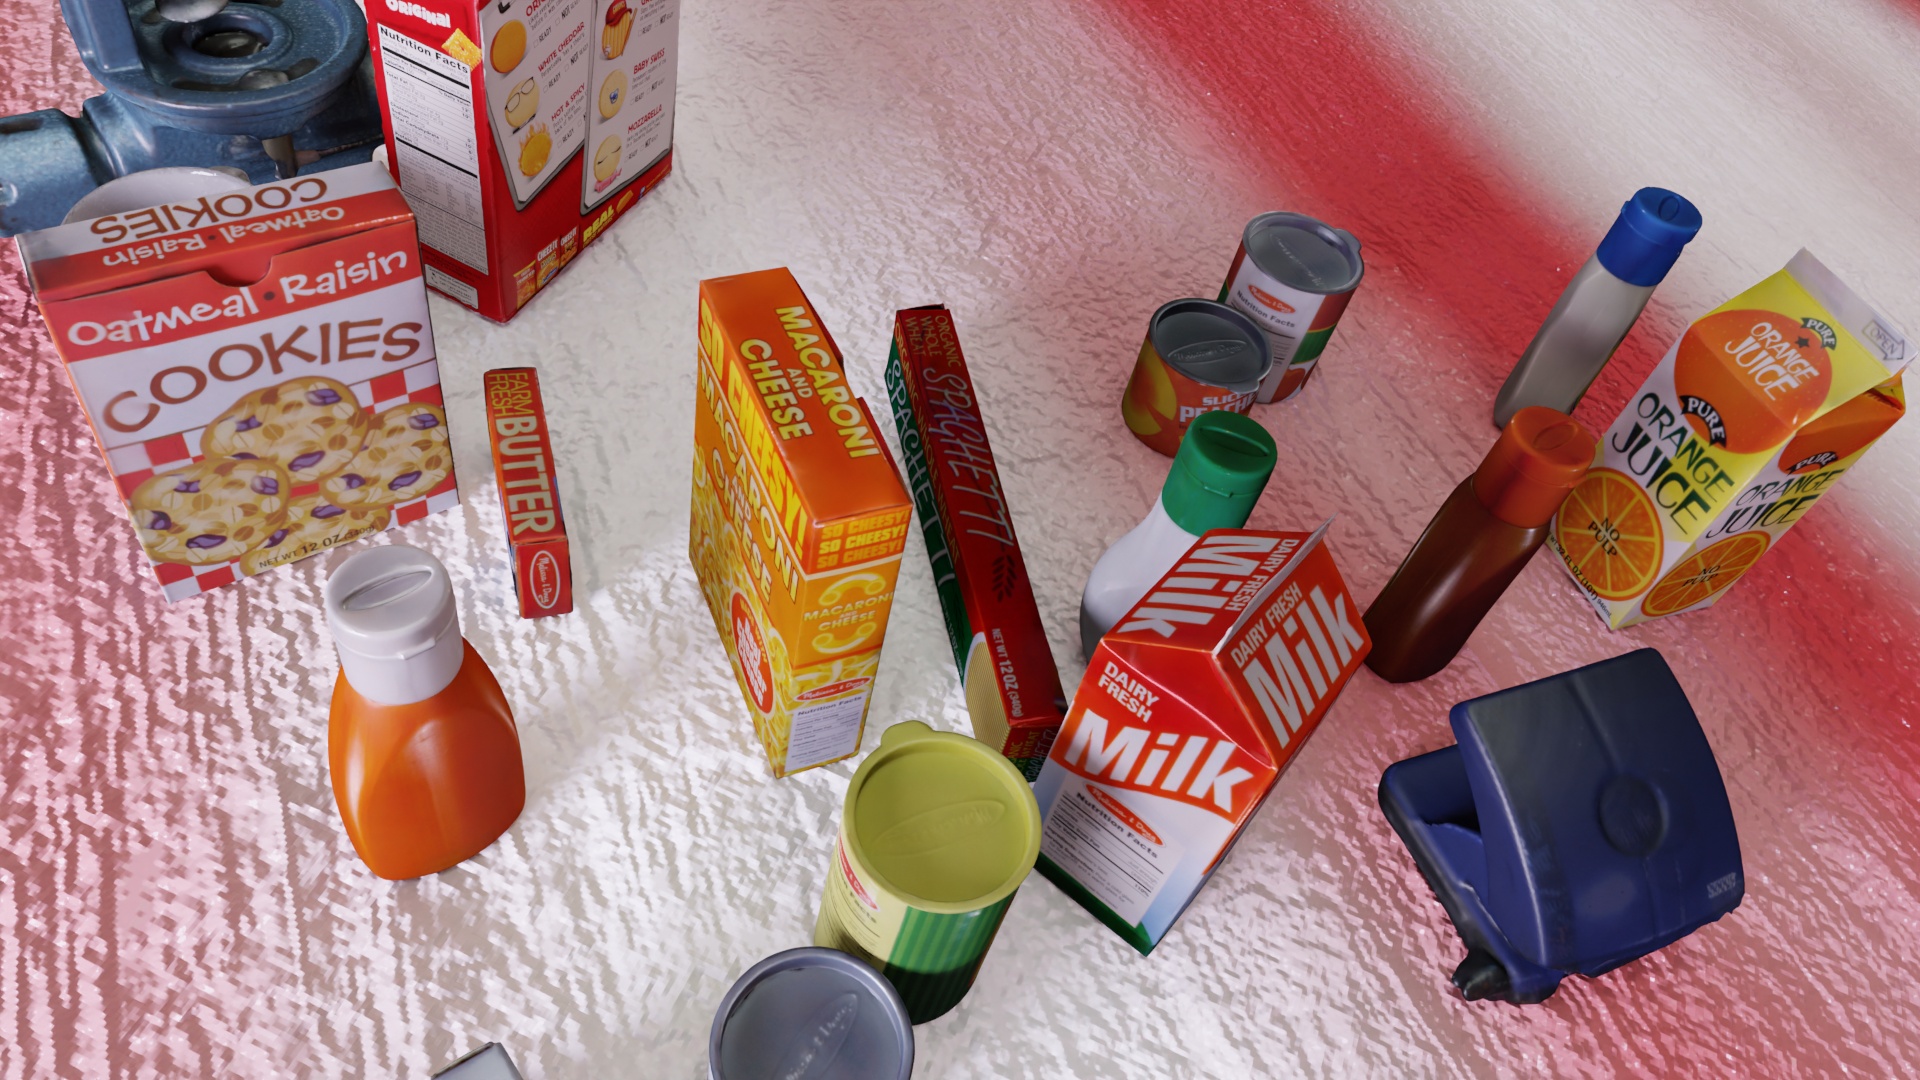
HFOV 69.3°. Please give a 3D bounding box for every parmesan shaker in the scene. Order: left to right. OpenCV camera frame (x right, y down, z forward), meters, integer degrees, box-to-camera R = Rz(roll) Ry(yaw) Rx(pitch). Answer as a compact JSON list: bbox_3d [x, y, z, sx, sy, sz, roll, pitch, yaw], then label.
[{"bbox_3d":[-0.015,0.121,0.496,0.071,0.102,0.072,7,50,-8],"label":"parmesan shaker"}]

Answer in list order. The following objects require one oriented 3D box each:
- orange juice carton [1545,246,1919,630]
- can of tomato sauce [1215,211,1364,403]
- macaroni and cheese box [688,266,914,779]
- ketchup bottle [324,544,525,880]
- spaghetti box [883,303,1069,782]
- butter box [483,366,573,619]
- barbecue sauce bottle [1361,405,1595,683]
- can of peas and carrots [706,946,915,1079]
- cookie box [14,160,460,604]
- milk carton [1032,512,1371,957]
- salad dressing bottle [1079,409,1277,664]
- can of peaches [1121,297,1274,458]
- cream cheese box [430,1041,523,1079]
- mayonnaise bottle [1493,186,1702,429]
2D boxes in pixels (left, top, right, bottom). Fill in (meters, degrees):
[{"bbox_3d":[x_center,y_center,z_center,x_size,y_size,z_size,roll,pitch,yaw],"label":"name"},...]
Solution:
[{"bbox_3d":[0.367,-0.045,0.665,0.073,0.191,0.072,-10,54,-20],"label":"orange juice carton"},{"bbox_3d":[0.174,-0.127,0.760,0.071,0.082,0.071,7,50,-8],"label":"can of tomato sauce"},{"bbox_3d":[-0.069,-0.003,0.545,0.040,0.165,0.124,-13,55,-23],"label":"macaroni and cheese box"},{"bbox_3d":[-0.185,0.061,0.475,0.065,0.148,0.043,-27,61,-30],"label":"ketchup bottle"},{"bbox_3d":[0.002,-0.008,0.642,0.029,0.049,0.251,-3,52,-16],"label":"spaghetti box"},{"bbox_3d":[-0.189,-0.022,0.606,0.024,0.052,0.104,-8,53,-19],"label":"butter box"},{"bbox_3d":[0.229,0.004,0.621,0.065,0.147,0.044,-25,61,-30],"label":"barbecue sauce bottle"},{"bbox_3d":[-0.050,0.181,0.467,0.071,0.058,0.071,7,50,-8],"label":"can of peas and carrots"},{"bbox_3d":[-0.269,-0.058,0.542,0.123,0.166,0.040,-23,60,-28],"label":"cookie box"},{"bbox_3d":[0.084,0.067,0.506,0.073,0.189,0.073,36,52,17],"label":"milk carton"},{"bbox_3d":[0.092,0.008,0.585,0.064,0.146,0.044,21,50,4],"label":"salad dressing bottle"},{"bbox_3d":[0.124,-0.082,0.727,0.071,0.057,0.071,7,50,-8],"label":"can of peaches"},{"bbox_3d":[-0.128,0.211,0.427,0.024,0.053,0.104,-26,61,-30],"label":"cream cheese box"},{"bbox_3d":[0.343,-0.121,0.752,0.041,0.147,0.065,32,51,14],"label":"mayonnaise bottle"}]
